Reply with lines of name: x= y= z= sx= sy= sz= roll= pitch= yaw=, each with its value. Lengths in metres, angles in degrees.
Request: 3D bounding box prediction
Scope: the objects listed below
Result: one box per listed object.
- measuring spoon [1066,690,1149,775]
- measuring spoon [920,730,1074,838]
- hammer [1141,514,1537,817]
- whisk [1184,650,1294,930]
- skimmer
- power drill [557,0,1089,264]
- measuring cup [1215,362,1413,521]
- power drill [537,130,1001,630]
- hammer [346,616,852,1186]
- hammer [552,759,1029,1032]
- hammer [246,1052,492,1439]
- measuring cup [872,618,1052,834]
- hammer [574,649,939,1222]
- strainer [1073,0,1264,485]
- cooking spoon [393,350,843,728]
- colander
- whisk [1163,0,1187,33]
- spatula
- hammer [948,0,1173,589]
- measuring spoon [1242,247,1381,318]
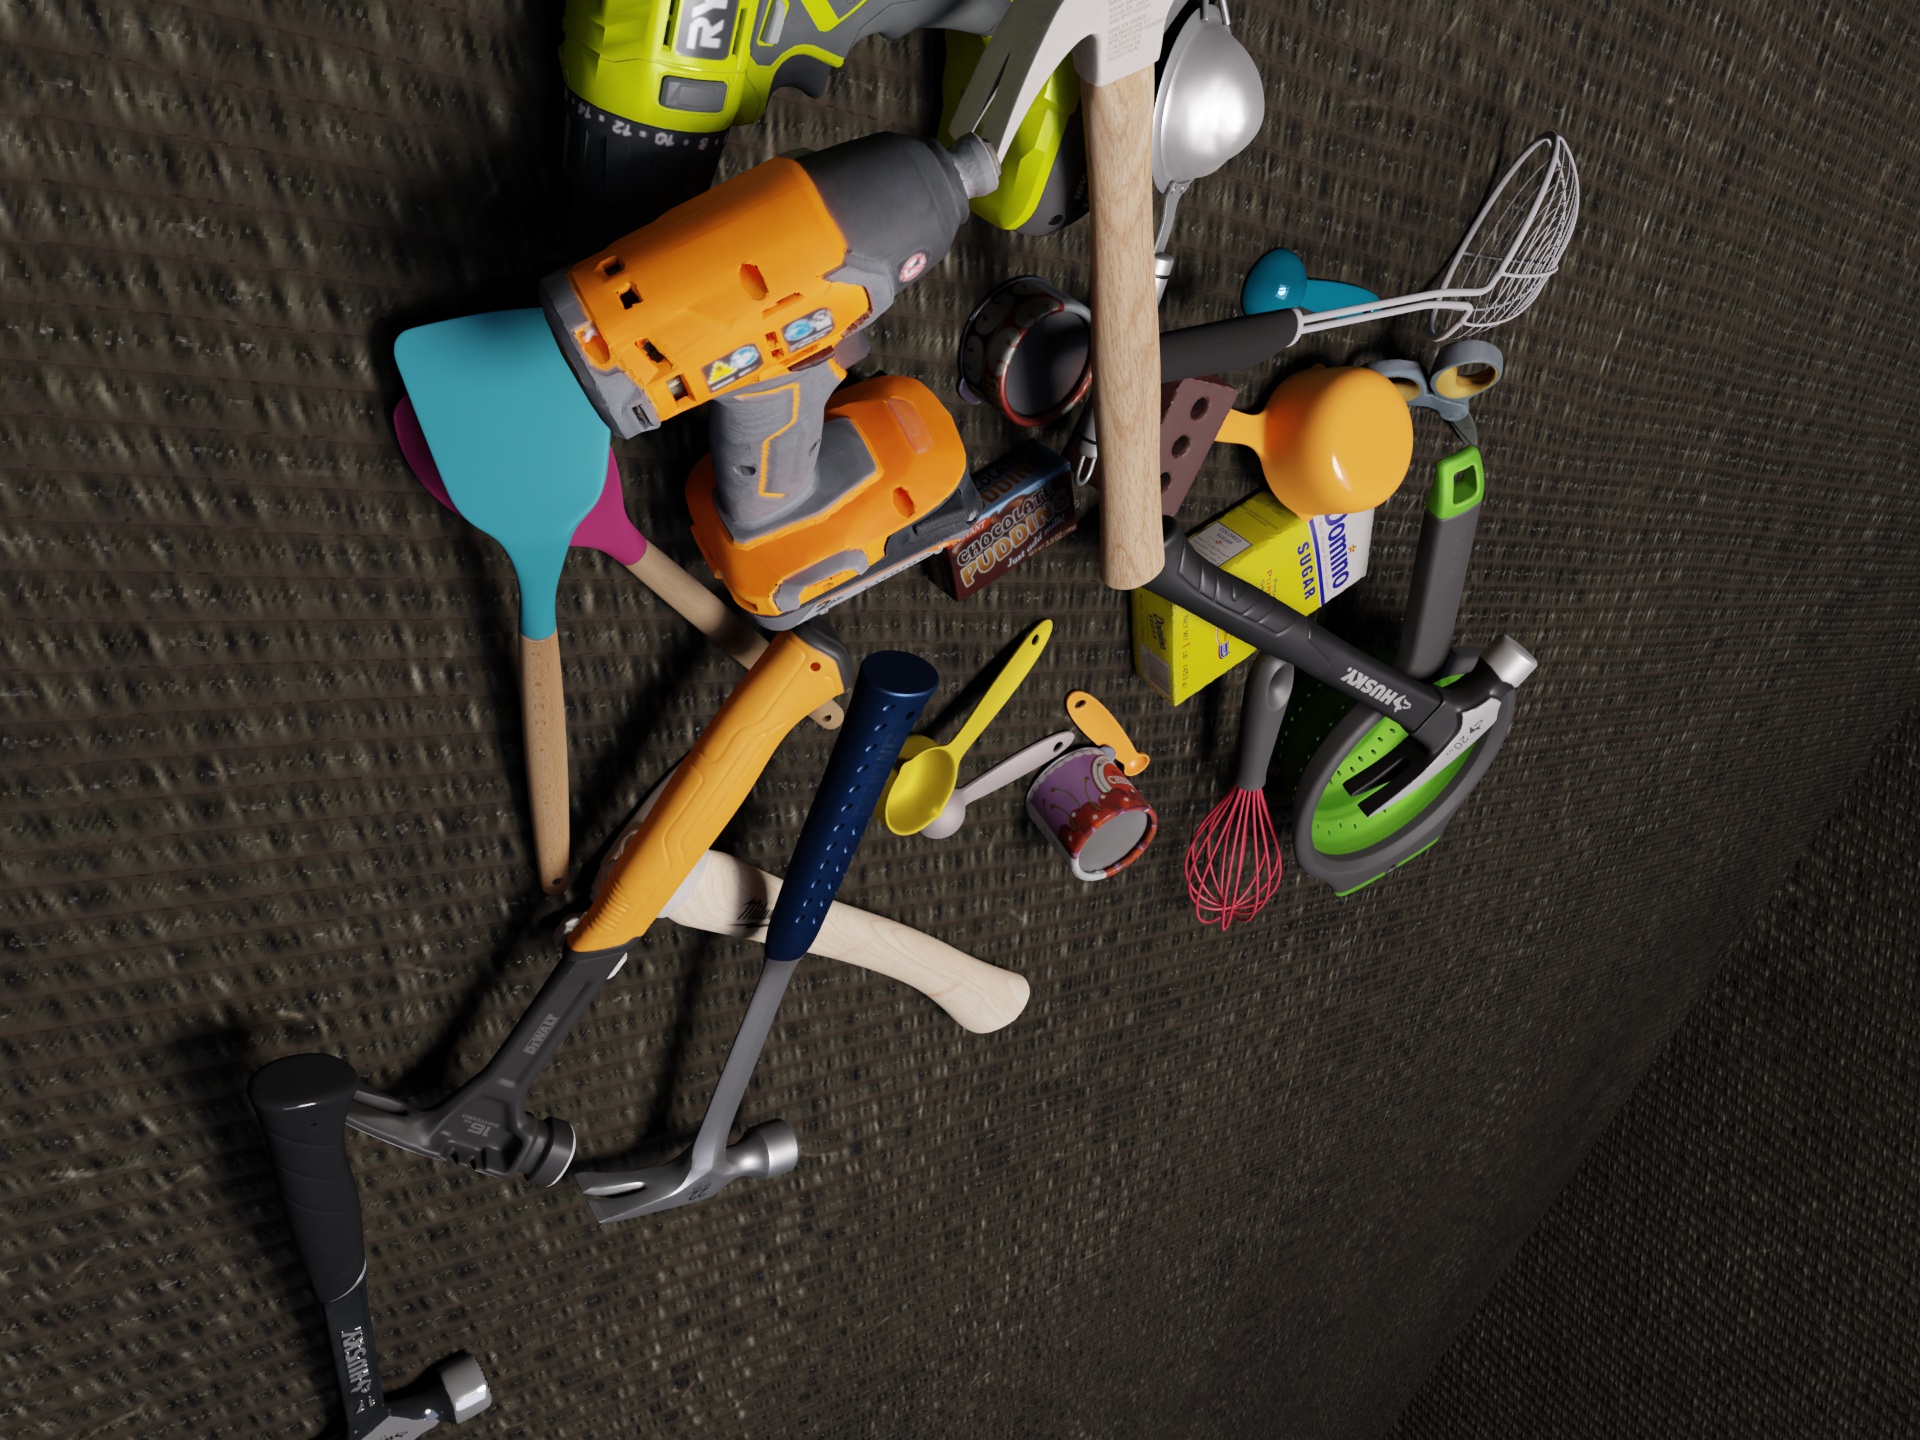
measuring spoon: x=0.094 y=0.007 z=1.037 sx=0.021 sy=0.011 sz=0.116 roll=-39 pitch=141 yaw=7
measuring spoon: x=0.027 y=0.040 z=0.988 sx=0.124 sy=0.018 sz=0.034 roll=-29 pitch=140 yaw=-25
hammer: x=0.209 y=-0.040 z=0.967 sx=0.334 sy=0.035 sz=0.146 roll=23 pitch=116 yaw=-36
whisk: x=0.201 y=0.053 z=1.123 sx=0.073 sy=0.073 sz=0.295 roll=-30 pitch=145 yaw=-23
skimmer: x=0.201 y=-0.240 z=0.850 sx=0.363 sy=0.090 sz=0.127 roll=-19 pitch=157 yaw=-30
power drill: x=-0.042 y=-0.247 z=0.603 sx=0.228 sy=0.080 sz=0.190 roll=-10 pitch=134 yaw=-37
measuring cup: x=0.192 y=-0.167 z=0.915 sx=0.173 sy=0.052 sz=0.095 roll=3 pitch=94 yaw=-36
power drill: x=-0.052 y=-0.132 z=0.624 sx=0.164 sy=0.084 sz=0.226 roll=-28 pitch=161 yaw=-4
hammer: x=-0.167 y=0.084 z=0.766 sx=0.127 sy=0.034 sz=0.337 roll=29 pitch=106 yaw=-31
hammer: x=-0.060 y=0.124 z=0.966 sx=0.146 sy=0.038 sz=0.410 roll=-52 pitch=144 yaw=4
hammer: x=-0.324 y=0.297 z=0.821 sx=0.149 sy=0.036 sz=0.408 roll=-20 pitch=143 yaw=-30
measuring cup: x=-0.001 y=-0.003 z=0.923 sx=0.156 sy=0.029 sz=0.062 roll=-52 pitch=146 yaw=-14
hammer: x=-0.101 y=0.133 z=0.857 sx=0.144 sy=0.035 sz=0.405 roll=-9 pitch=135 yaw=-39
strainer: x=0.099 y=-0.232 z=0.779 sx=0.087 sy=0.050 sz=0.258 roll=-31 pitch=145 yaw=-54
cooking spoon: x=-0.135 y=-0.065 z=0.726 sx=0.069 sy=0.017 sz=0.318 roll=-38 pitch=144 yaw=6
colander: x=0.294 y=-0.043 z=1.111 sx=0.204 sy=0.095 sz=0.396 roll=-26 pitch=140 yaw=-18
whisk: x=0.101 y=-0.339 z=0.692 sx=0.239 sy=0.055 sz=0.055 roll=-50 pitch=144 yaw=12
spatula: x=-0.184 y=-0.030 z=0.691 sx=0.082 sy=0.044 sz=0.317 roll=-15 pitch=142 yaw=-24
hammer: x=0.069 y=-0.176 z=0.689 sx=0.130 sy=0.031 sz=0.331 roll=-28 pitch=144 yaw=-14
measuring spoon: x=0.210 y=-0.240 z=0.910 sx=0.128 sy=0.021 sz=0.042 roll=-4 pitch=126 yaw=-42
